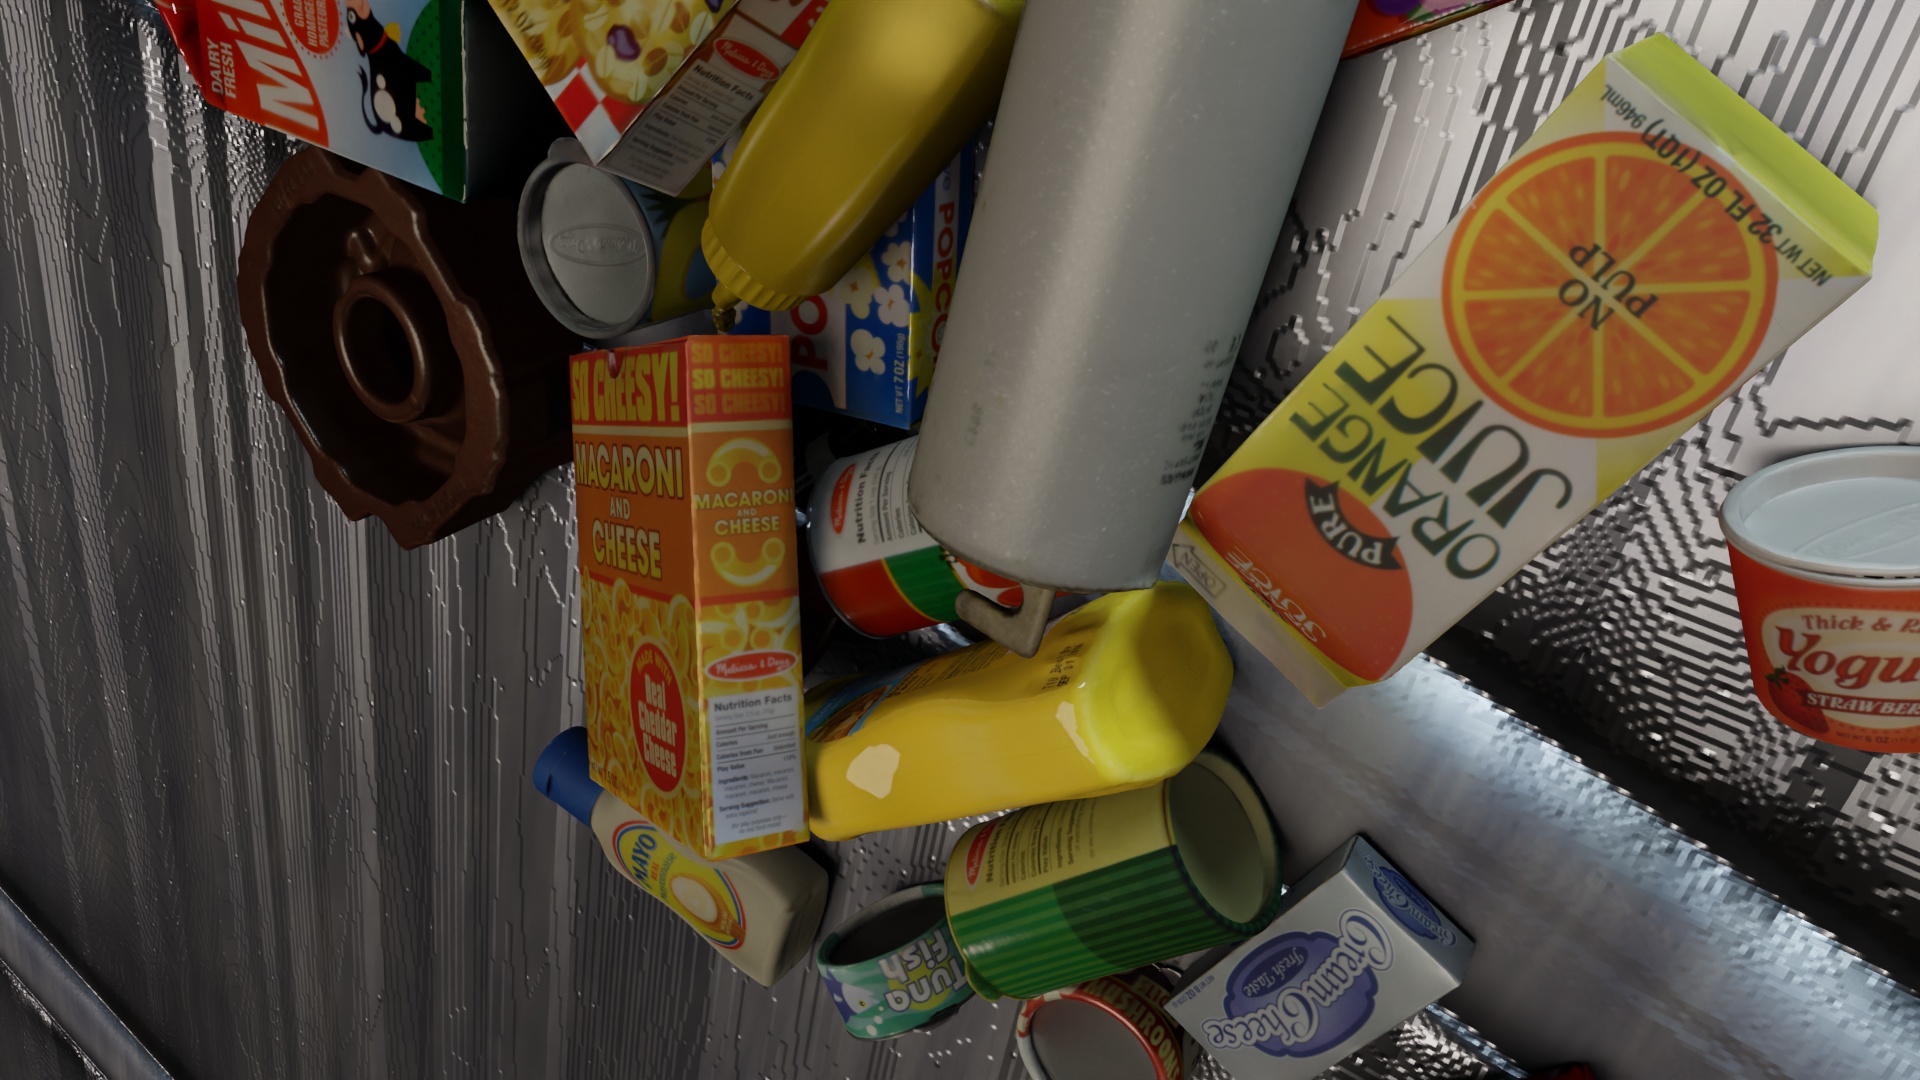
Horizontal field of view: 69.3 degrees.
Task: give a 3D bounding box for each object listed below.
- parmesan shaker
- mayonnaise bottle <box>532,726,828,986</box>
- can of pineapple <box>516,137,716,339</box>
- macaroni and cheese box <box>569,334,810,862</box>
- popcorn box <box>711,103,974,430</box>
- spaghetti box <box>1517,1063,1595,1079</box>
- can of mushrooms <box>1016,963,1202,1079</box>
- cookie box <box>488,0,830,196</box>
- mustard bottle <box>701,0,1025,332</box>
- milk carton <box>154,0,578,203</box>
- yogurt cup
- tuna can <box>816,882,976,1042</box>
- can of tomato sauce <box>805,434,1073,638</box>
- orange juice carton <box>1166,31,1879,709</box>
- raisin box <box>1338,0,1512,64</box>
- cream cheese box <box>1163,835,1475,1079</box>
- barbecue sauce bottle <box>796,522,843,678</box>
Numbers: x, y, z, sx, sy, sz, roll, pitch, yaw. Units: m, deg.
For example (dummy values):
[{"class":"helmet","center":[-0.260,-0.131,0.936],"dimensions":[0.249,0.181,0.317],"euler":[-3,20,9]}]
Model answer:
[{"class":"parmesan shaker","center":[0.052,0.120,0.487],"dimensions":[0.102,0.071,0.071],"euler":[-30,92,38]},{"class":"mayonnaise bottle","center":[-0.130,0.138,0.634],"dimensions":[0.148,0.041,0.064],"euler":[30,125,20]},{"class":"can of pineapple","center":[-0.118,-0.114,0.510],"dimensions":[0.071,0.058,0.070],"euler":[13,116,28]},{"class":"macaroni and cheese box","center":[-0.099,0.014,0.489],"dimensions":[0.123,0.040,0.166],"euler":[7,100,58]},{"class":"popcorn box","center":[-0.041,-0.110,0.474],"dimensions":[0.085,0.038,0.126],"euler":[15,117,27]},{"class":"spaghetti box","center":[0.106,0.245,0.484],"dimensions":[0.249,0.029,0.050],"euler":[-26,94,19]},{"class":"can of mushrooms","center":[0.058,0.192,0.537],"dimensions":[0.071,0.033,0.070],"euler":[14,116,30]},{"class":"cookie box","center":[-0.070,-0.206,0.408],"dimensions":[0.167,0.040,0.123],"euler":[-41,70,20]},{"class":"mustard bottle","center":[-0.037,-0.111,0.407],"dimensions":[0.049,0.065,0.159],"euler":[49,129,-2]},{"class":"milk carton","center":[-0.233,-0.197,0.543],"dimensions":[0.191,0.073,0.073],"euler":[24,121,24]},{"class":"yogurt cup","center":[0.223,0.014,0.336],"dimensions":[0.072,0.073,0.053],"euler":[1,118,33]},{"class":"tuna can","center":[-0.022,0.168,0.557],"dimensions":[0.071,0.071,0.033],"euler":[-18,99,37]},{"class":"can of tomato sauce","center":[0.002,-0.006,0.471],"dimensions":[0.083,0.071,0.071],"euler":[-15,101,34]},{"class":"orange juice carton","center":[0.132,-0.032,0.370],"dimensions":[0.072,0.073,0.191],"euler":[46,128,9]},{"class":"raisin box","center":[0.078,-0.165,0.372],"dimensions":[0.123,0.040,0.086],"euler":[-11,102,35]},{"class":"cream cheese box","center":[0.123,0.152,0.484],"dimensions":[0.053,0.024,0.103],"euler":[44,127,9]},{"class":"barbecue sauce bottle","center":[-0.078,0.030,0.554],"dimensions":[0.148,0.044,0.065],"euler":[-36,91,37]}]
